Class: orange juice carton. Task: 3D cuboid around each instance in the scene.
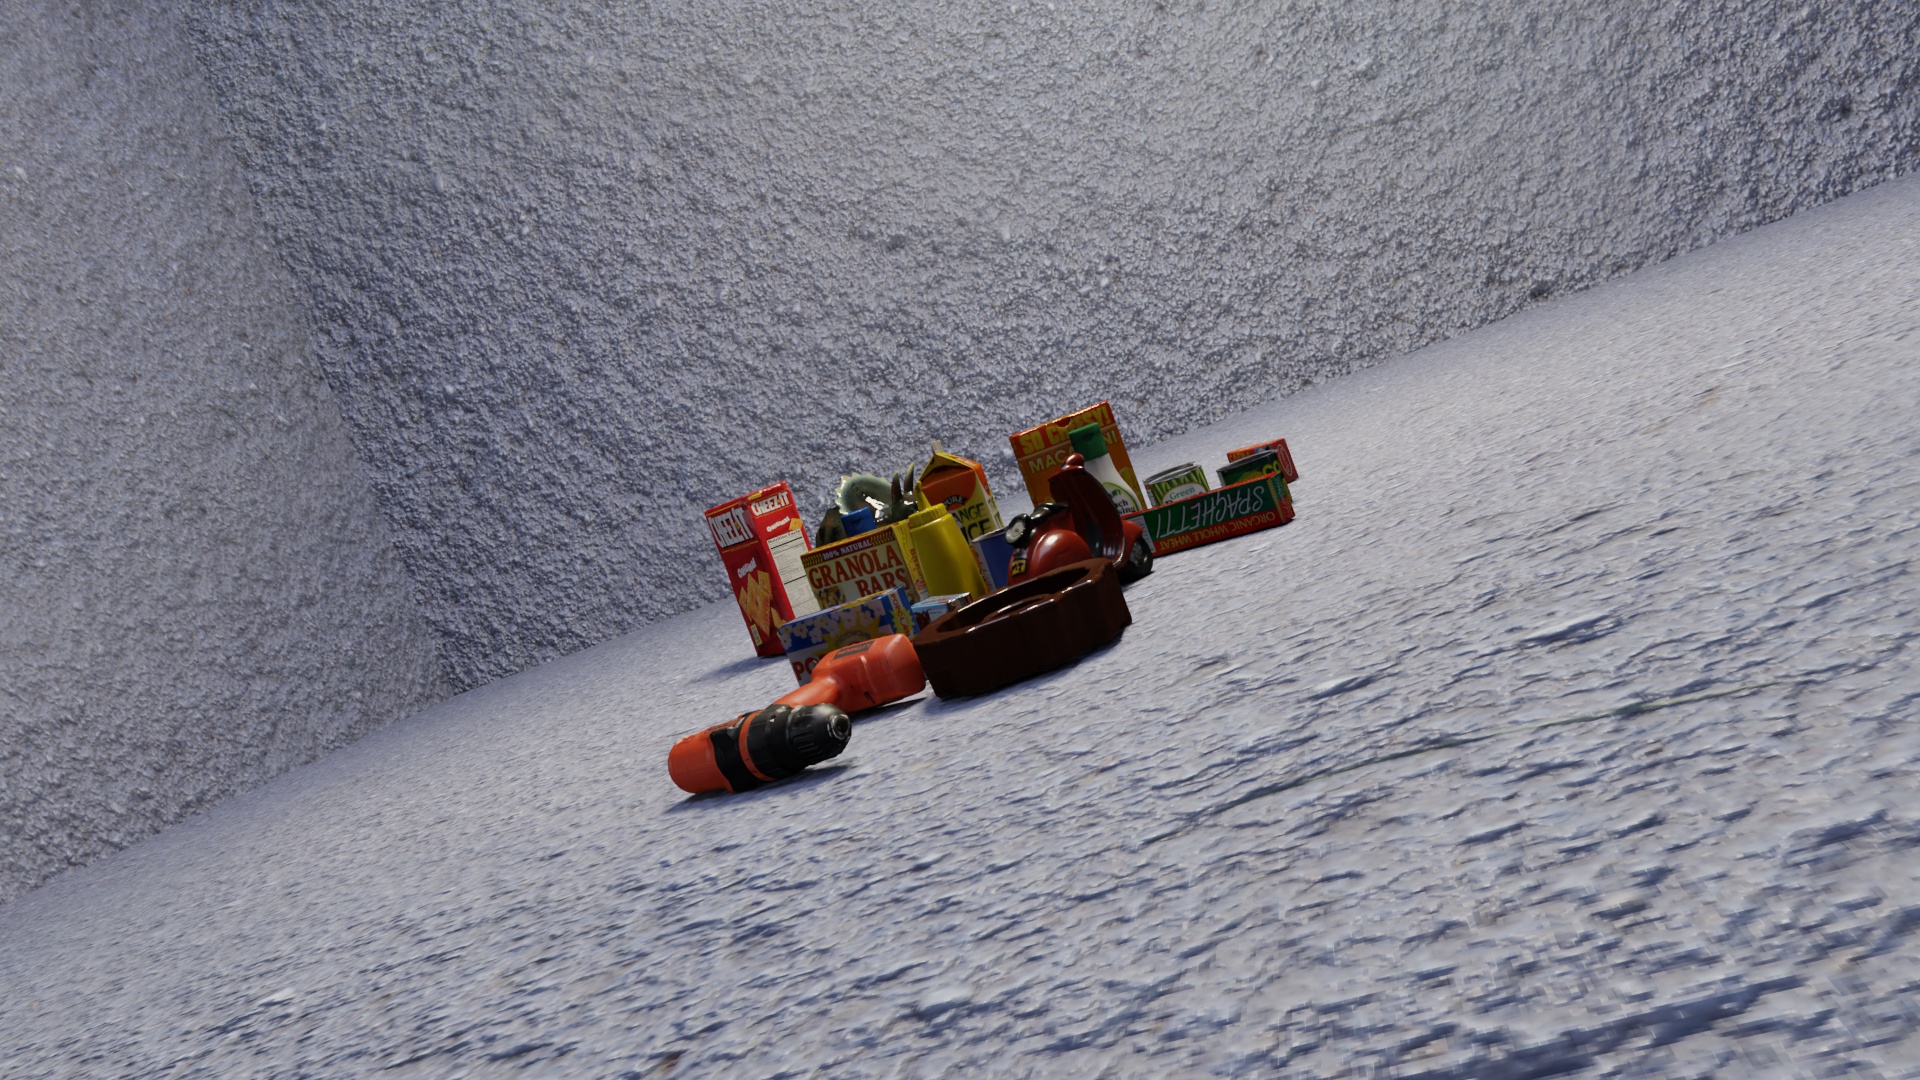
[{"bbox_3d":[0.005,-0.019,1.519,0.073,0.192,0.072,-20,4,9],"label":"orange juice carton"}]

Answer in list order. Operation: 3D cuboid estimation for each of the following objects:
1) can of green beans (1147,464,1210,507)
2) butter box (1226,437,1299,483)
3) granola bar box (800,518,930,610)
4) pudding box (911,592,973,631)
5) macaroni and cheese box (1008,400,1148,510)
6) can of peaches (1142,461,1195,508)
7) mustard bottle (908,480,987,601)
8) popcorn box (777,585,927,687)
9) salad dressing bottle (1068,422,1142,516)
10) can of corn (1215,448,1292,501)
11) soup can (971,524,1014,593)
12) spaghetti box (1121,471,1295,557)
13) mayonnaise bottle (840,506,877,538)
[{"bbox_3d":[0.260,-0.051,1.624,0.071,0.057,0.071,-21,4,2],"label":"can of green beans"},{"bbox_3d":[0.362,-0.090,1.671,0.024,0.053,0.103,-22,4,-19],"label":"butter box"},{"bbox_3d":[-0.098,0.053,1.556,0.165,0.124,0.039,-17,5,44],"label":"granola bar box"},{"bbox_3d":[-0.013,0.079,1.334,0.030,0.049,0.083,-23,4,-27],"label":"pudding box"},{"bbox_3d":[0.144,-0.067,1.640,0.124,0.166,0.040,-21,4,-7],"label":"macaroni and cheese box"},{"bbox_3d":[0.265,-0.058,1.698,0.071,0.058,0.071,-21,4,2],"label":"can of peaches"},{"bbox_3d":[-0.018,0.015,1.422,0.048,0.160,0.065,-19,4,20],"label":"mustard bottle"},{"bbox_3d":[-0.094,0.098,1.233,0.126,0.085,0.038,-18,5,34],"label":"popcorn box"},{"bbox_3d":[0.165,-0.061,1.593,0.064,0.147,0.044,-21,4,-1],"label":"salad dressing bottle"},{"bbox_3d":[0.313,-0.059,1.468,0.071,0.058,0.071,-21,4,2],"label":"can of corn"},{"bbox_3d":[0.059,0.027,1.416,0.071,0.083,0.071,-21,4,2],"label":"soup can"},{"bbox_3d":[0.221,-0.015,1.408,0.249,0.050,0.029,-17,5,41],"label":"spaghetti box"},{"bbox_3d":[-0.099,0.035,1.634,0.065,0.148,0.041,-20,4,4],"label":"mayonnaise bottle"}]
